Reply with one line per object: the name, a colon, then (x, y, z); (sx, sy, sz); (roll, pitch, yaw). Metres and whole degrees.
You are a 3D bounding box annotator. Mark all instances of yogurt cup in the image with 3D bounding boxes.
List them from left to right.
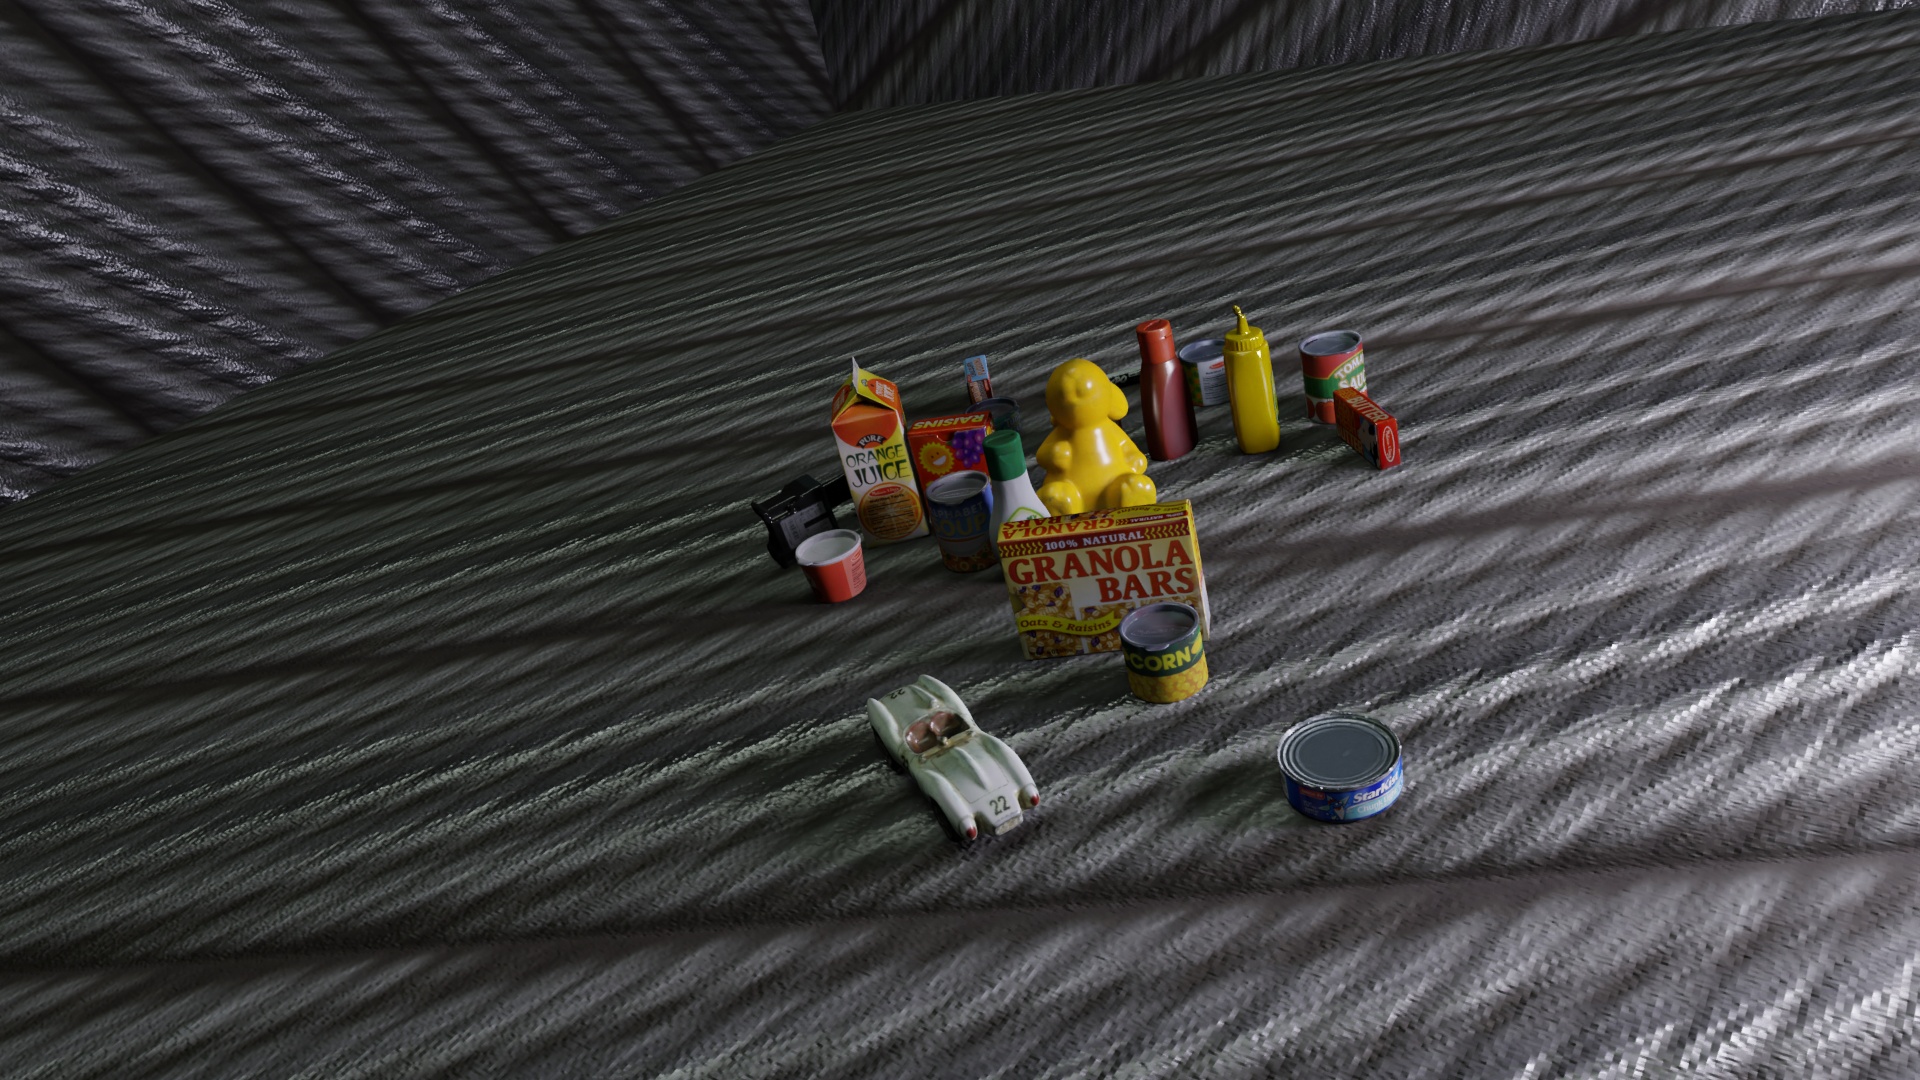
yogurt cup: (-0.129, 0.027, 1.413); (0.072, 0.053, 0.073); (-11, 27, 6)

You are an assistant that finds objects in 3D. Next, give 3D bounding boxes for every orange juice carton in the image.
orange juice carton: (-0.089, -0.096, 1.474); (0.073, 0.191, 0.072); (-13, 27, 4)

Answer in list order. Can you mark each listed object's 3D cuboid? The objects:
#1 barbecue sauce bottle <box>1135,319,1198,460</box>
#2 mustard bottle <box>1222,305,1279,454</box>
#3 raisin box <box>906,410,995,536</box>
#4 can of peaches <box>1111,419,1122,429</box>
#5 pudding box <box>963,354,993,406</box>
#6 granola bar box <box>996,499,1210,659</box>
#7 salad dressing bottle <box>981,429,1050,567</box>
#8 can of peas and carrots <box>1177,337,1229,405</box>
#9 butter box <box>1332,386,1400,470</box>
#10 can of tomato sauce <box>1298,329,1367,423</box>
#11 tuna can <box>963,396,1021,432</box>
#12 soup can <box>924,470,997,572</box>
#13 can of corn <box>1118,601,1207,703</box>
barbecue sauce bottle: (0.220, -0.164, 1.500); (0.043, 0.148, 0.065); (13, 38, 43)
mustard bottle: (0.304, -0.172, 1.461); (0.049, 0.159, 0.065); (-9, 28, 11)
raisin box: (0.002, -0.069, 1.455); (0.086, 0.123, 0.040); (-5, 28, 17)
can of peaches: (0.151, -0.130, 1.569); (0.071, 0.057, 0.071); (-11, 27, 6)
pudding box: (0.024, -0.198, 1.766); (0.030, 0.049, 0.084); (-13, 27, 4)
granola bar box: (0.124, 0.036, 1.198); (0.165, 0.123, 0.039); (-7, 28, 14)
salad dressing bottle: (0.053, -0.033, 1.337); (0.064, 0.147, 0.044); (-19, 27, -8)
can of peas and carrots: (0.291, -0.198, 1.627); (0.071, 0.058, 0.071); (-11, 27, 6)
butter box: (0.414, -0.116, 1.420); (0.024, 0.053, 0.104); (-16, 27, -3)
can of tomato sauce: (0.406, -0.177, 1.504); (0.071, 0.082, 0.071); (-11, 27, 6)
tuna can: (0.041, -0.145, 1.677); (0.071, 0.032, 0.071); (-11, 27, 6)
soup can: (0.005, -0.018, 1.400); (0.071, 0.083, 0.072); (-11, 27, 6)
can of corn: (0.167, 0.093, 1.141); (0.071, 0.058, 0.071); (-11, 27, 6)
